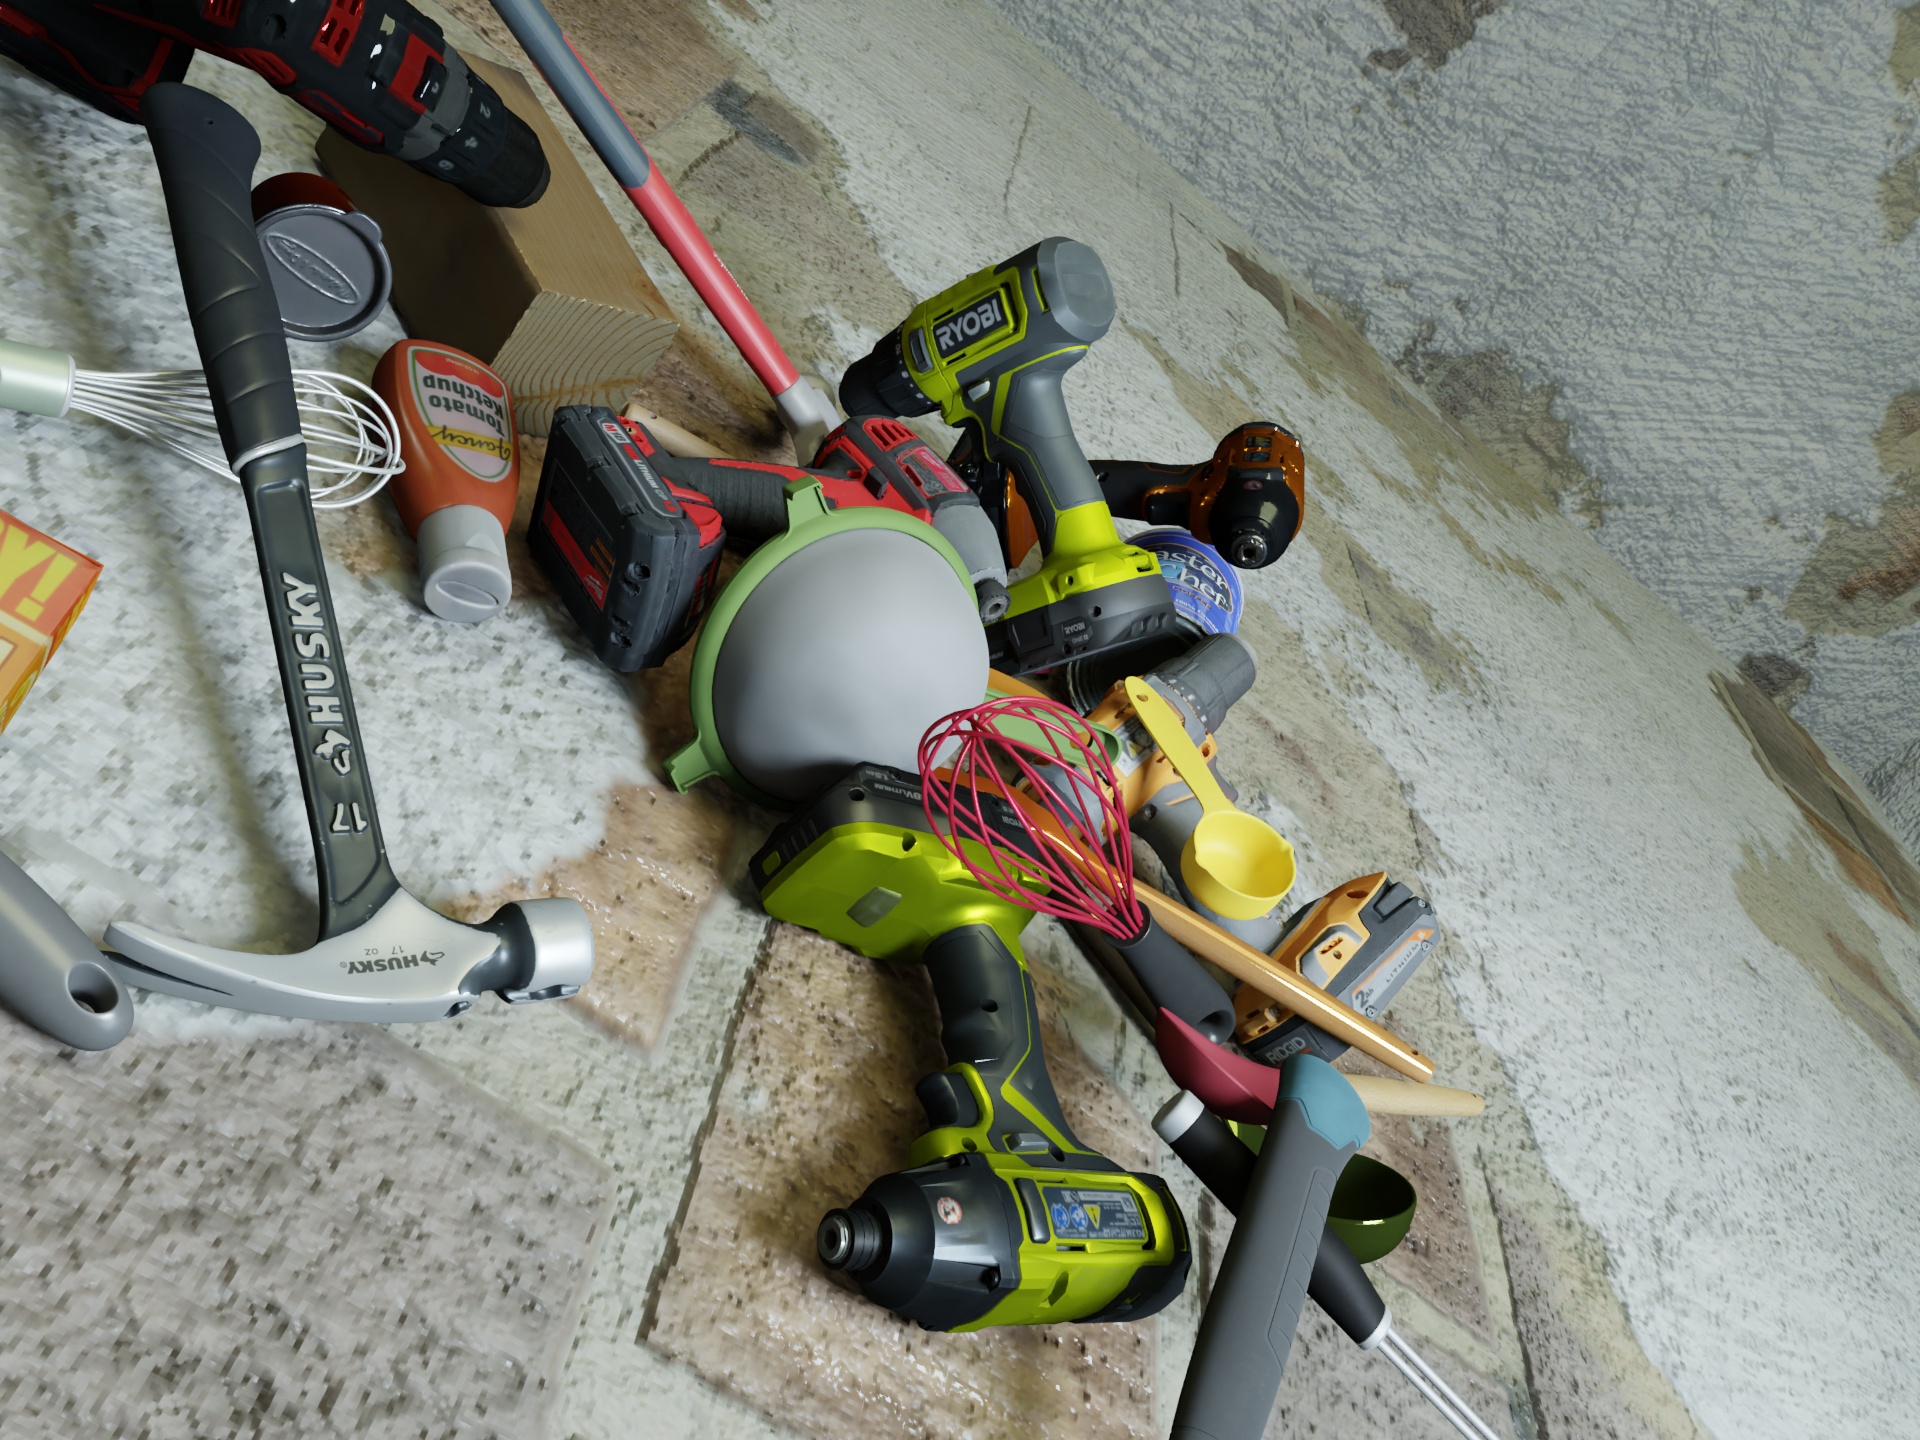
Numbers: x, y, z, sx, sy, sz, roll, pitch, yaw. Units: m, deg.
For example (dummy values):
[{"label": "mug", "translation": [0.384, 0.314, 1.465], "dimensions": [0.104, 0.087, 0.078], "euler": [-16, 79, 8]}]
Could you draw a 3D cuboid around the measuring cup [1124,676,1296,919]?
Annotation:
[{"label": "measuring cup", "translation": [0.121, 0.040, 0.844], "dimensions": [0.062, 0.029, 0.157], "euler": [-6, 49, -29]}]

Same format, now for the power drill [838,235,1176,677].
[{"label": "power drill", "translation": [0.022, -0.142, 0.929], "dimensions": [0.080, 0.190, 0.228], "euler": [-15, 89, -48]}]

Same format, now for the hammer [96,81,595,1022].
[{"label": "hammer", "translation": [-0.254, -0.080, 0.579], "dimensions": [0.149, 0.036, 0.409], "euler": [0, 59, -41]}]

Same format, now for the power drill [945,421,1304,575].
[{"label": "power drill", "translation": [0.105, -0.139, 1.020], "dimensions": [0.226, 0.084, 0.164], "euler": [1, 28, 11]}]

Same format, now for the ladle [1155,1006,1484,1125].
[{"label": "ladle", "translation": [0.187, 0.179, 0.775], "dimensions": [0.315, 0.031, 0.069], "euler": [19, 18, -47]}]

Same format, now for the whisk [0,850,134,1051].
[{"label": "whisk", "translation": [-0.320, 0.004, 0.447], "dimensions": [0.239, 0.055, 0.055], "euler": [47, 28, -4]}]

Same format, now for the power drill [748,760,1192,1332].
[{"label": "power drill", "translation": [-0.006, 0.133, 0.651], "dimensions": [0.171, 0.080, 0.223], "euler": [18, 41, -41]}]

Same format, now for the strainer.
[{"label": "strainer", "translation": [-0.001, -0.002, 0.742], "dimensions": [0.256, 0.151, 0.069], "euler": [17, 13, -39]}]

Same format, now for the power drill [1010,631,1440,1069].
[{"label": "power drill", "translation": [0.162, 0.064, 0.900], "dimensions": [0.226, 0.084, 0.185], "euler": [47, 56, 7]}]

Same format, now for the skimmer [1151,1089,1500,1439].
[{"label": "skimmer", "translation": [0.191, 0.310, 0.653], "dimensions": [0.363, 0.090, 0.127], "euler": [46, 22, 4]}]

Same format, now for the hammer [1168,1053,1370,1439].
[{"label": "hammer", "translation": [0.087, 0.254, 0.550], "dimensions": [0.128, 0.033, 0.331], "euler": [37, 48, -5]}]

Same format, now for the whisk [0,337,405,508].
[{"label": "whisk", "translation": [-0.330, -0.124, 0.600], "dimensions": [0.246, 0.057, 0.059], "euler": [7, 20, -42]}]

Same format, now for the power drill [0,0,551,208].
[{"label": "power drill", "translation": [-0.309, -0.296, 0.705], "dimensions": [0.227, 0.080, 0.187], "euler": [20, 0, 21]}]

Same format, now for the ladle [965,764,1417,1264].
[{"label": "ladle", "translation": [0.107, 0.138, 0.812], "dimensions": [0.320, 0.062, 0.078], "euler": [52, 31, 19]}]

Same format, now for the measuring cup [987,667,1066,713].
[{"label": "measuring cup", "translation": [-0.013, -0.013, 0.862], "dimensions": [0.173, 0.052, 0.095], "euler": [23, 34, -40]}]

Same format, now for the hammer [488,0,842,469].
[{"label": "hammer", "translation": [-0.184, -0.308, 0.887], "dimensions": [0.386, 0.038, 0.143], "euler": [54, 6, -23]}]

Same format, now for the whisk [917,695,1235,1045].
[{"label": "whisk", "translation": [0.063, 0.077, 0.668], "dimensions": [0.295, 0.073, 0.073], "euler": [51, 15, -48]}]

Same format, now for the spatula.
[{"label": "spatula", "translation": [0.096, 0.102, 0.800], "dimensions": [0.322, 0.041, 0.081], "euler": [31, 26, -4]}]

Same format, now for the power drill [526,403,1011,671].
[{"label": "power drill", "translation": [-0.082, -0.091, 0.771], "dimensions": [0.219, 0.078, 0.143], "euler": [-8, 46, -38]}]

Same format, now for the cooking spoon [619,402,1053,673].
[{"label": "cooking spoon", "translation": [-0.063, -0.106, 0.954], "dimensions": [0.318, 0.017, 0.069], "euler": [27, 34, -29]}]
